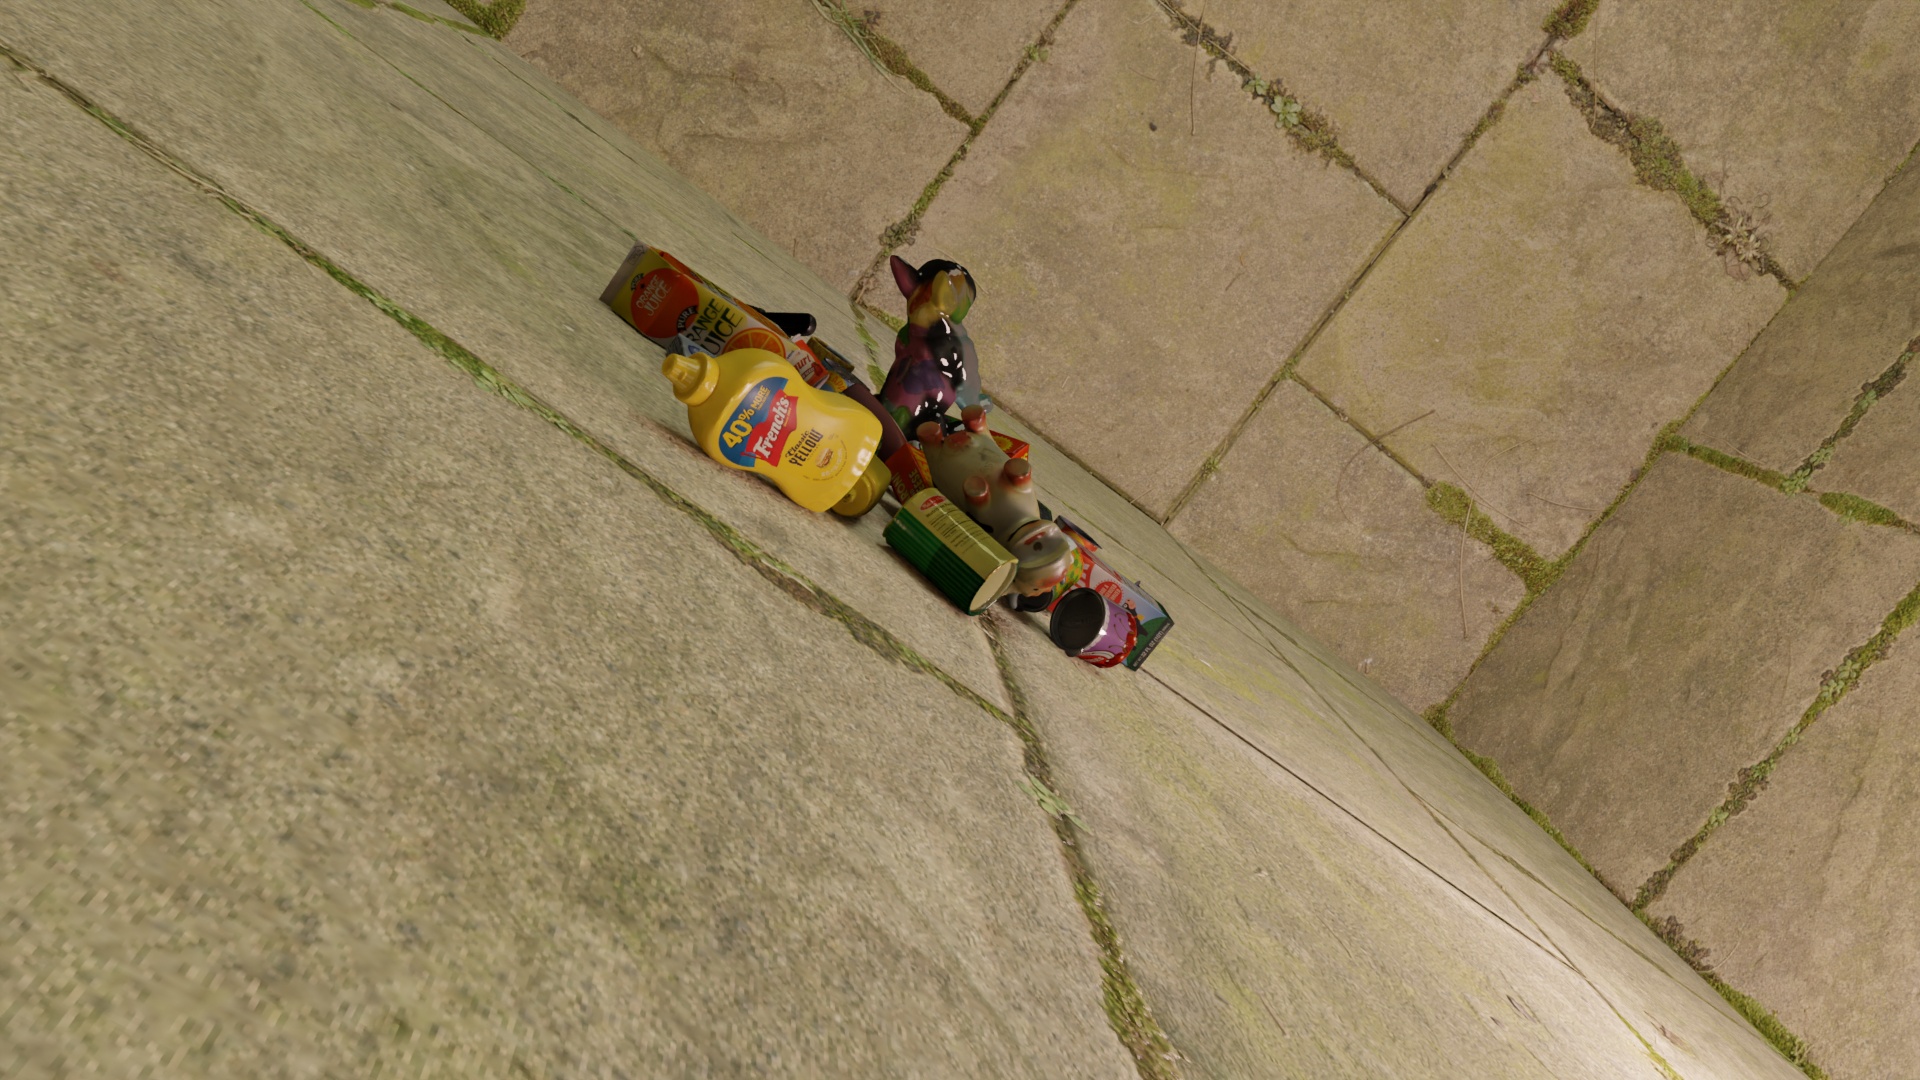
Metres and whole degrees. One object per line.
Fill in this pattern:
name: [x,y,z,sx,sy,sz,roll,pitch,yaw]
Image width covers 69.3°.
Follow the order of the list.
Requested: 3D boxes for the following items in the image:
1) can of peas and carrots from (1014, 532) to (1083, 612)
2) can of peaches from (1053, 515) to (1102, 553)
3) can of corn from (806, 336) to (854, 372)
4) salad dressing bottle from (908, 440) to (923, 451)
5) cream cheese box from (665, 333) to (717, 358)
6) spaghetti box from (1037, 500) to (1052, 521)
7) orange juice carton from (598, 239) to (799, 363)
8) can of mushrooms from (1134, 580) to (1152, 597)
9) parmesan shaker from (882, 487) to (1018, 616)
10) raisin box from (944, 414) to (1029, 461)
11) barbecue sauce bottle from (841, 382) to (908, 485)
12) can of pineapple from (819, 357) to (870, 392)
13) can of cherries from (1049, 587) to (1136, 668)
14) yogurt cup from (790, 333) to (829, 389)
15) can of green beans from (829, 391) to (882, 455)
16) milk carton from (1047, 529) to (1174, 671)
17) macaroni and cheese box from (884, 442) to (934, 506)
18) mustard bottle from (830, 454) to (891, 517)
can of peas and carrots: [0.078,0.030,1.361,0.071,0.070,0.059,40,45,15]
can of peaches: [0.136,0.011,1.774,0.071,0.058,0.071,37,8,-6]
can of corn: [-0.172,-0.207,1.692,0.071,0.058,0.071,36,9,-6]
salad dressing bottle: [-0.012,-0.058,1.597,0.147,0.044,0.064,35,25,-28]
cream cheese box: [-0.244,-0.159,1.296,0.053,0.024,0.104,32,11,-25]
spaghetti box: [0.090,-0.010,1.734,0.028,0.050,0.250,39,9,-4]
orange juice carton: [-0.261,-0.220,1.381,0.192,0.071,0.073,30,11,-38]
can of mushrooms: [0.197,0.083,1.610,0.033,0.071,0.071,42,10,20]
parmesan shaker: [-0.009,0.012,1.219,0.103,0.071,0.071,42,10,21]
raisin box: [0.008,-0.103,1.675,0.123,0.039,0.086,22,41,26]
barbecue sauce bottle: [-0.083,-0.096,1.482,0.149,0.065,0.043,48,-7,12]
can of pineapple: [-0.147,-0.168,1.597,0.071,0.057,0.071,36,9,-7]
can of cherries: [0.130,0.089,1.365,0.058,0.071,0.072,30,11,-43]
yogurt cup: [-0.182,-0.182,1.523,0.054,0.072,0.072,45,9,-1]
can of green beans: [-0.118,-0.103,1.356,0.058,0.071,0.071,43,11,31]
milk carton: [0.134,0.053,1.519,0.190,0.072,0.073,37,9,-10]
macaroni and cheese box: [0.005,-0.018,1.410,0.166,0.040,0.124,27,28,-45]
mustard bottle: [-0.098,-0.051,1.237,0.065,0.048,0.160,36,10,-7]
